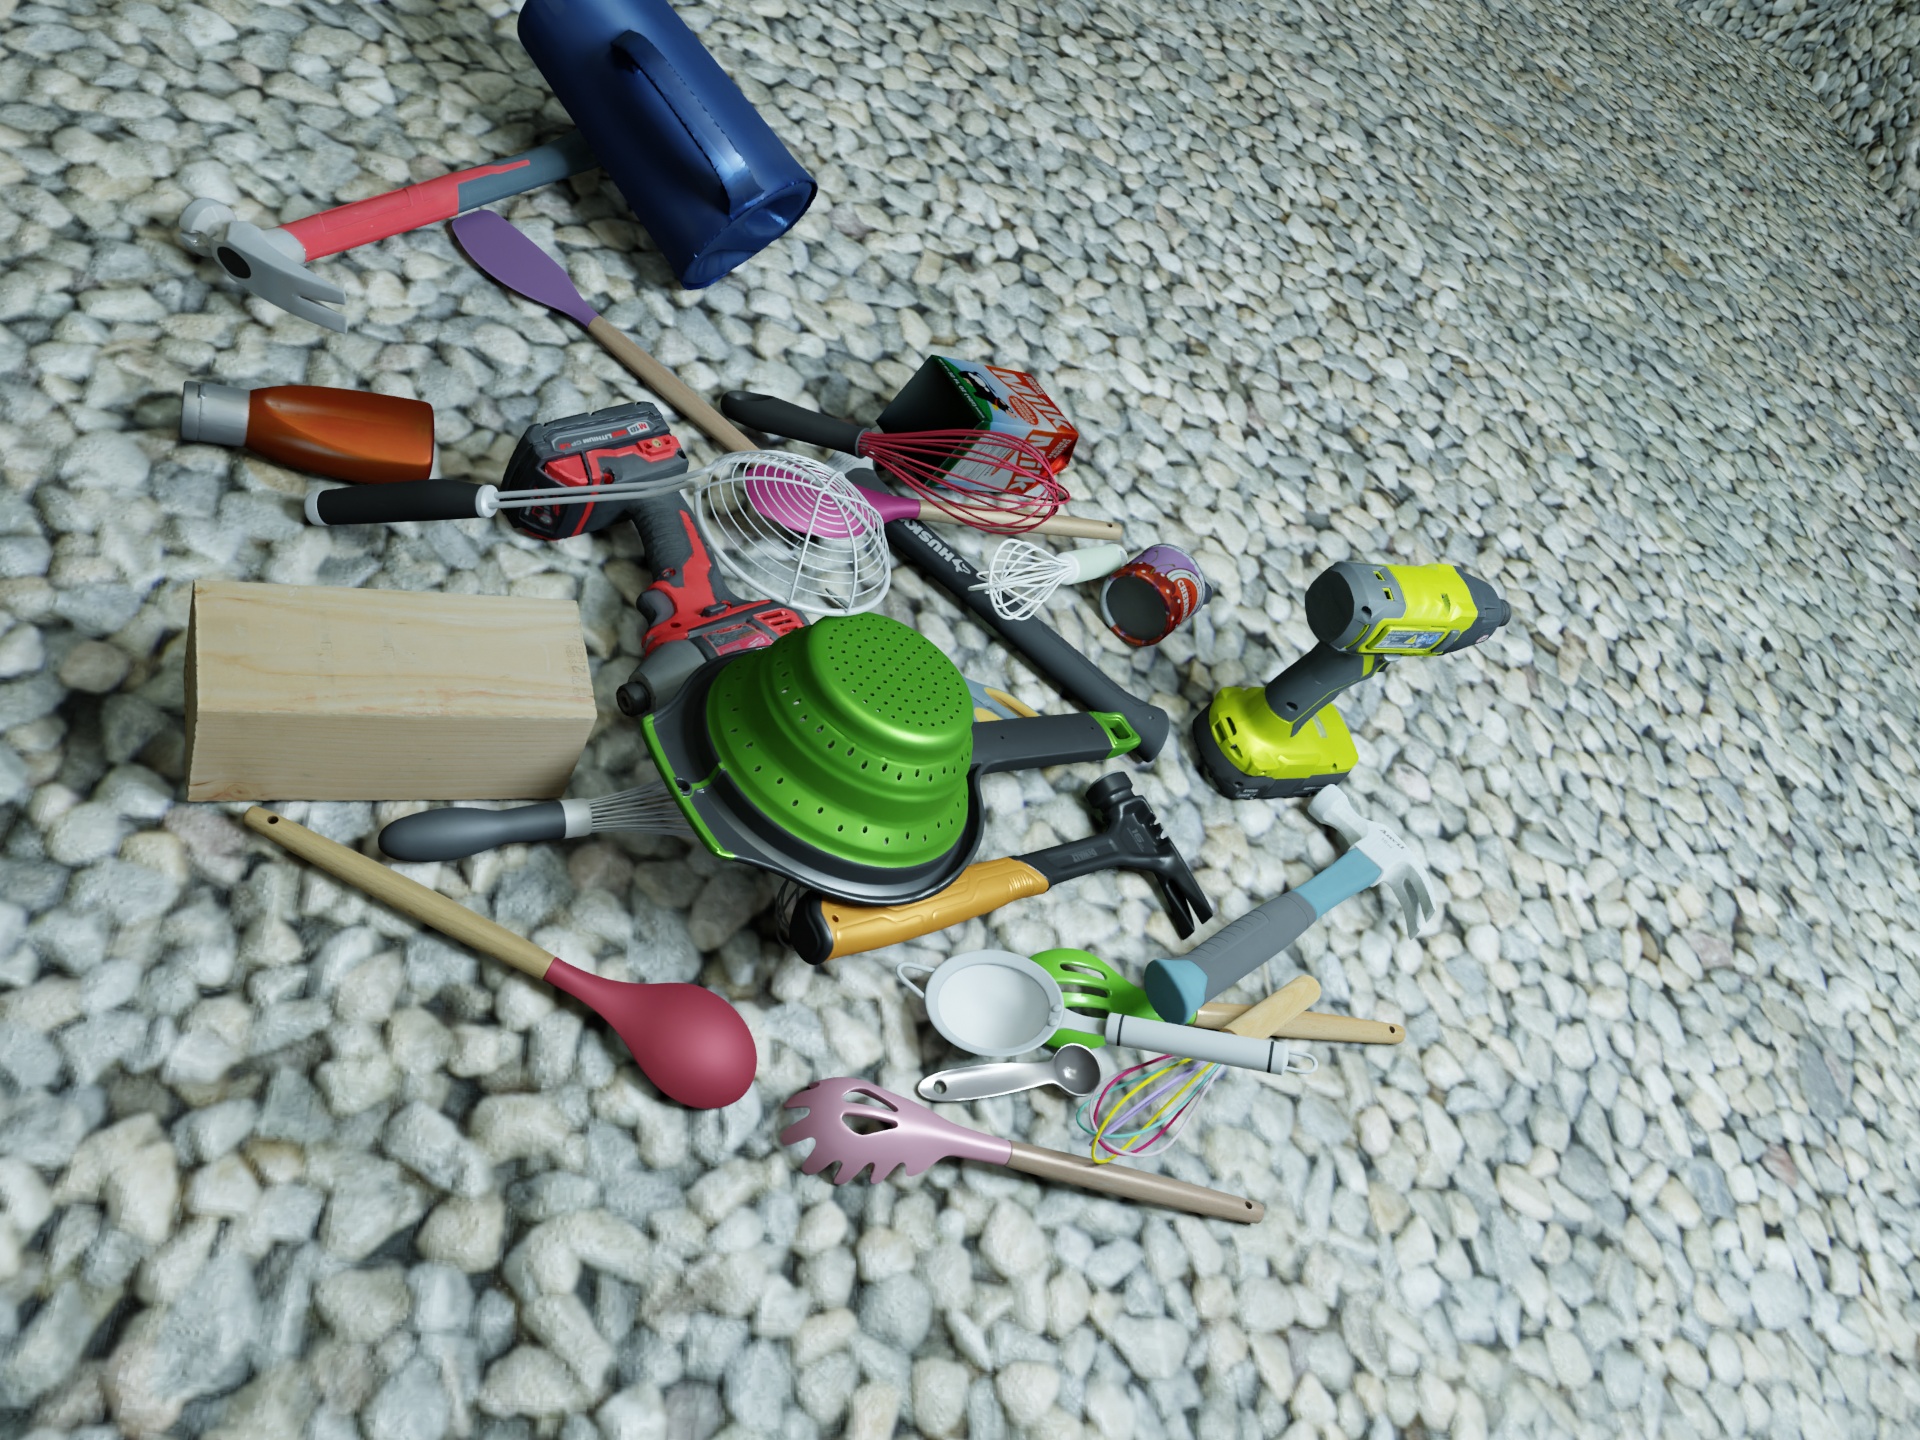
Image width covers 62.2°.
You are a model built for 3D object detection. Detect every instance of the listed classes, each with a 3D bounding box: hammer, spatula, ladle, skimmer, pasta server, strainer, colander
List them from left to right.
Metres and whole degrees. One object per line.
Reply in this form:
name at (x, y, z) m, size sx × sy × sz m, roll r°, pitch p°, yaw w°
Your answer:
hammer at (-0.368, -0.385, 1.184) m, size 0.143 × 0.038 × 0.386 m, roll 31°, pitch 42°, yaw 16°
ladle at (-0.252, 0.125, 0.884) m, size 0.315 × 0.031 × 0.069 m, roll 29°, pitch 47°, yaw -6°
skimmer at (-0.225, -0.111, 0.972) m, size 0.363 × 0.090 × 0.127 m, roll -1°, pitch 38°, yaw 14°
spatula at (-0.259, -0.283, 1.198) m, size 0.316 × 0.018 × 0.060 m, roll 40°, pitch 44°, yaw 5°
colander at (-0.002, -0.003, 1.000) m, size 0.397 × 0.094 × 0.205 m, roll -5°, pitch 51°, yaw -44°
hammer at (0.022, -0.085, 1.198) m, size 0.335 × 0.035 × 0.146 m, roll 40°, pitch 45°, yaw 3°
hammer at (0.030, 0.110, 1.013) m, size 0.336 × 0.034 × 0.127 m, roll -9°, pitch 60°, yaw -46°
pasta server at (0.046, 0.266, 0.949) m, size 0.316 × 0.040 × 0.060 m, roll 19°, pitch 48°, yaw -22°
strainer at (0.085, 0.188, 0.965) m, size 0.258 × 0.050 × 0.087 m, roll 8°, pitch 38°, yaw 14°
hammer at (0.227, 0.134, 1.103) m, size 0.128 × 0.033 × 0.331 m, roll 43°, pitch 37°, yaw 22°

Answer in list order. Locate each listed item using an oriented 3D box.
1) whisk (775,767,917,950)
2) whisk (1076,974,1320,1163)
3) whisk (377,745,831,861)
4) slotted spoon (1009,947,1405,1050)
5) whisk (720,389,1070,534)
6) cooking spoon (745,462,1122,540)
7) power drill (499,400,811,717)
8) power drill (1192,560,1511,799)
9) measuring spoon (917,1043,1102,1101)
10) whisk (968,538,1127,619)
whisk at (-0.059, 0.064, 1.032) m, size 0.055 × 0.055 × 0.239 m, roll 33°, pitch 41°, yaw -4°
whisk at (0.157, 0.217, 1.012) m, size 0.245 × 0.051 × 0.047 m, roll -21°, pitch 103°, yaw -44°
whisk at (-0.199, 0.055, 0.951) m, size 0.284 × 0.070 × 0.070 m, roll -7°, pitch 60°, yaw -28°
slotted spoon at (0.177, 0.198, 1.075) m, size 0.313 × 0.031 × 0.070 m, roll 11°, pitch 57°, yaw -25°
whisk at (-0.054, -0.197, 1.161) m, size 0.296 × 0.073 × 0.073 m, roll 20°, pitch 41°, yaw 23°
cooking spoon at (-0.011, -0.157, 1.198) m, size 0.318 × 0.017 × 0.069 m, roll 3°, pitch 53°, yaw -30°
power drill at (-0.205, -0.097, 1.050) m, size 0.143 × 0.078 × 0.220 m, roll -25°, pitch 74°, yaw -40°
power drill at (0.289, -0.032, 1.180) m, size 0.171 × 0.223 × 0.080 m, roll 0°, pitch 57°, yaw -30°
measuring spoon at (0.029, 0.223, 0.982) m, size 0.124 × 0.018 × 0.034 m, roll -1°, pitch 59°, yaw -23°
whisk at (0.075, -0.113, 1.202) m, size 0.246 × 0.059 × 0.058 m, roll -20°, pitch 103°, yaw -62°
